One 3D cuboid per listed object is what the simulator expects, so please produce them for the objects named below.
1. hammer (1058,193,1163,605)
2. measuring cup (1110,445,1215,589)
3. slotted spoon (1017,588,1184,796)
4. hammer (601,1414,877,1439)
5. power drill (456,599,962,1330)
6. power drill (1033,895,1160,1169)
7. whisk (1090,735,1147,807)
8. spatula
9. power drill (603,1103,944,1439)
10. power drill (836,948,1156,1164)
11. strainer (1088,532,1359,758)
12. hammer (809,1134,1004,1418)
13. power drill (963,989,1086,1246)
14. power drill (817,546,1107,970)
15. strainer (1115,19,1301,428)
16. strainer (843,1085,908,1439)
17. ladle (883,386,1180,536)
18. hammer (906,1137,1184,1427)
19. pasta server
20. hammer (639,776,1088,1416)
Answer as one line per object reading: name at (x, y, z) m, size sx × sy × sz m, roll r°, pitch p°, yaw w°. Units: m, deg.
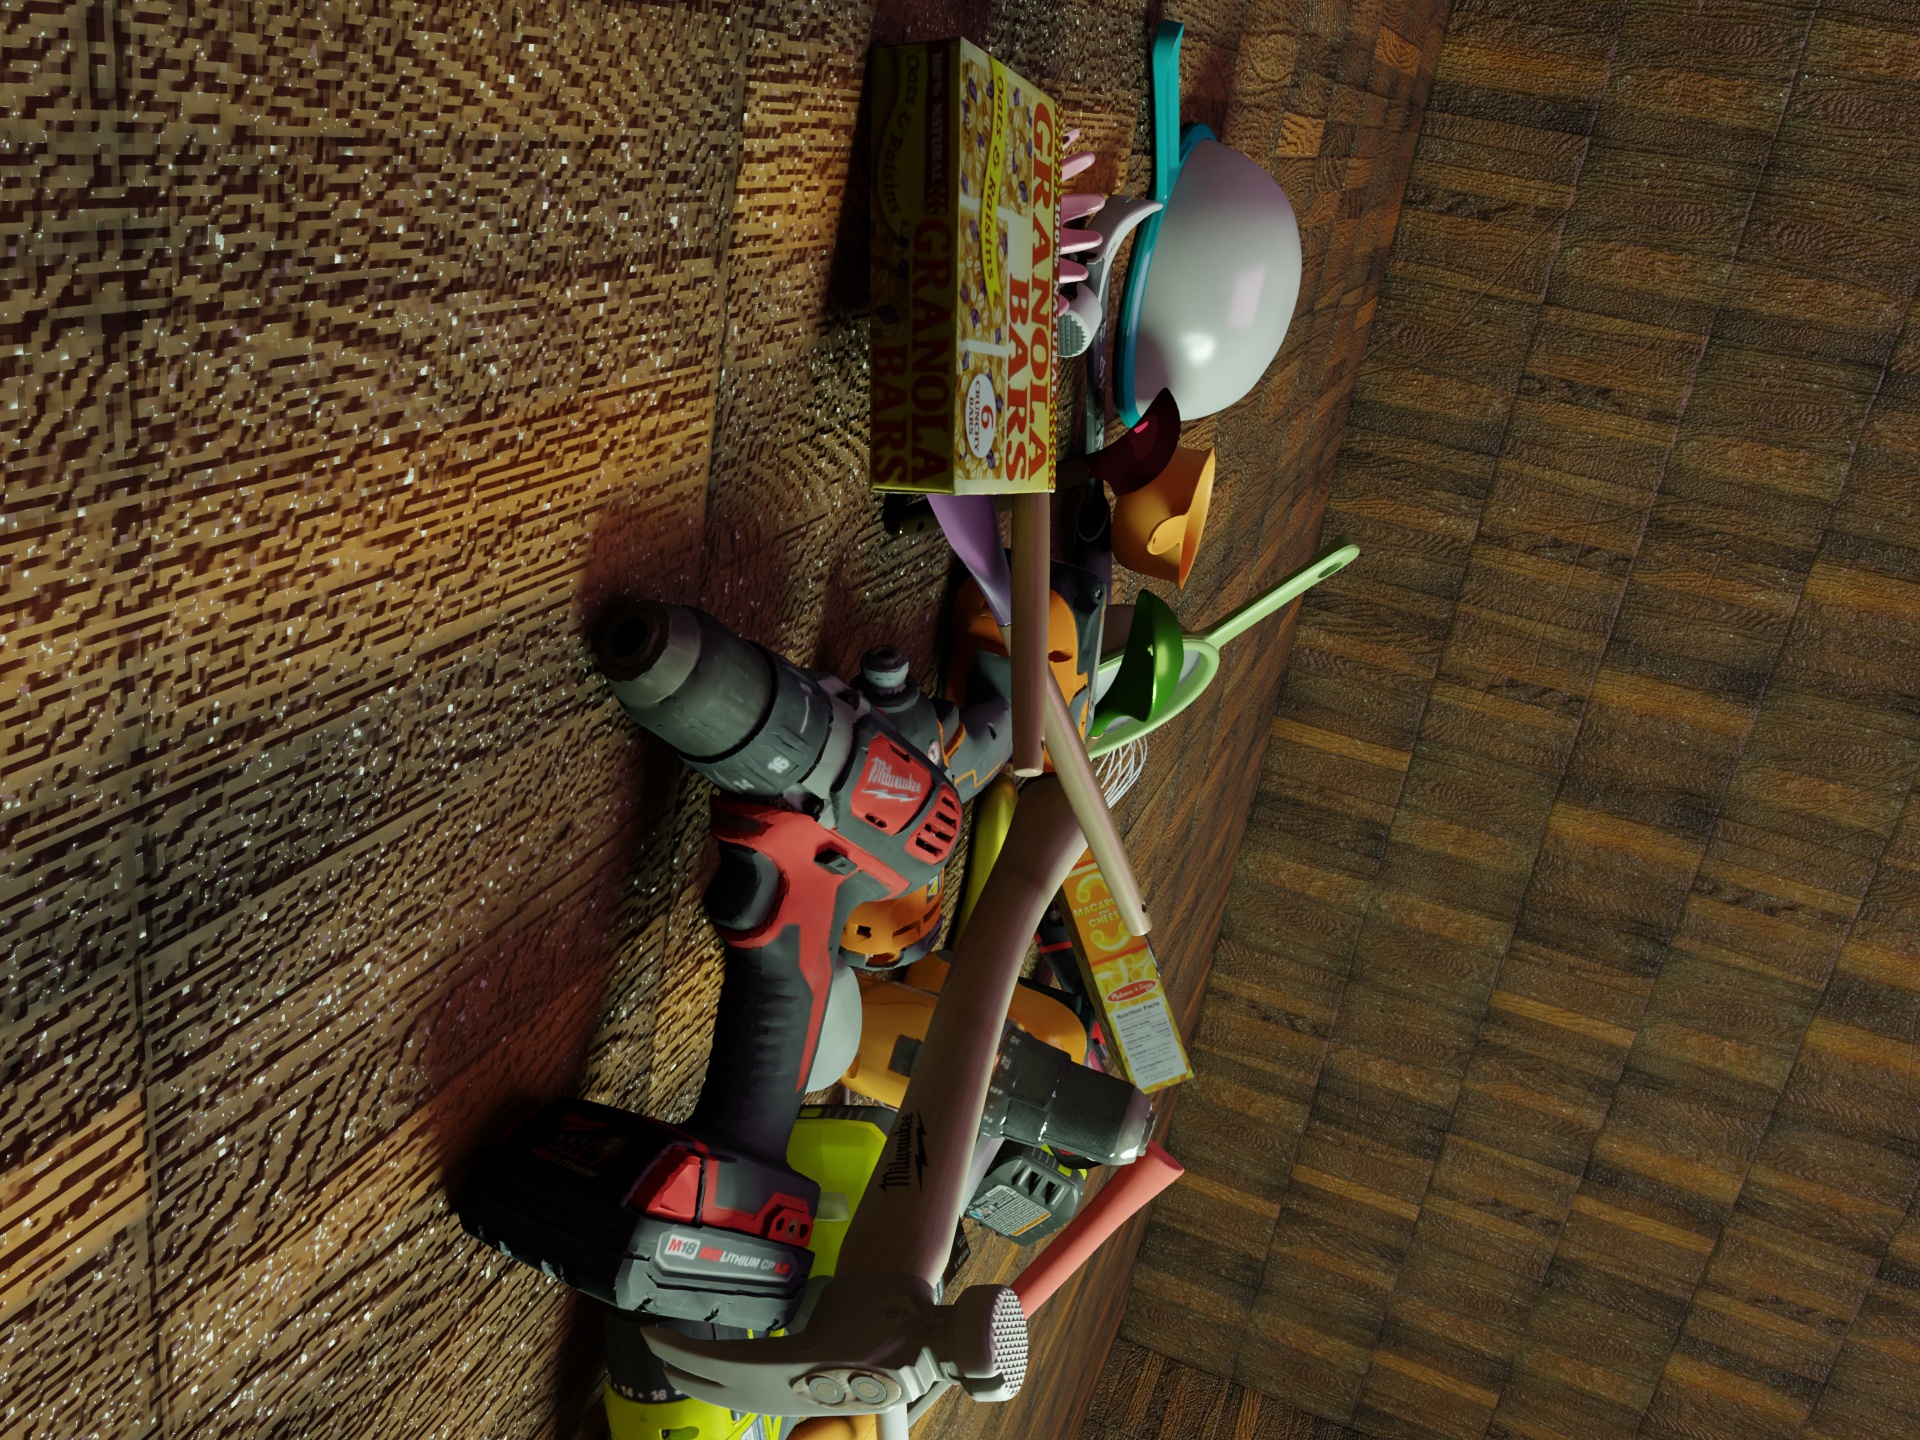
hammer at (0.087, -0.150, 1.036) m, size 0.408 × 0.036 × 0.149 m, roll 85°, pitch 25°, yaw -53°
measuring cup at (0.117, -0.128, 1.002) m, size 0.173 × 0.052 × 0.095 m, roll -34°, pitch 137°, yaw -67°
slotted spoon at (0.072, 0.010, 0.965) m, size 0.313 × 0.031 × 0.070 m, roll 124°, pitch -34°, yaw -62°
hammer at (-0.109, 0.411, 0.848) m, size 0.336 × 0.034 × 0.127 m, roll 29°, pitch 77°, yaw -67°
power drill at (-0.089, 0.083, 0.559) m, size 0.187 × 0.080 × 0.227 m, roll 41°, pitch 64°, yaw -53°
power drill at (0.083, 0.208, 1.172) m, size 0.143 × 0.078 × 0.220 m, roll 65°, pitch 21°, yaw -19°
whisk at (0.060, 0.099, 1.156) m, size 0.285 × 0.070 × 0.070 m, roll -59°, pitch 159°, yaw -28°
spatula at (0.034, -0.027, 0.755) m, size 0.060 × 0.018 × 0.315 m, roll -53°, pitch 126°, yaw -51°
power drill at (-0.088, 0.269, 0.738) m, size 0.228 × 0.080 × 0.190 m, roll -31°, pitch 115°, yaw -67°
power drill at (0.023, 0.187, 0.880) m, size 0.226 × 0.185 × 0.084 m, roll 34°, pitch 73°, yaw -77°
strainer at (0.129, -0.062, 1.019) m, size 0.256 × 0.069 × 0.151 m, roll -33°, pitch 157°, yaw 16°
hammer at (-0.031, 0.387, 1.077) m, size 0.144 × 0.035 × 0.406 m, roll 54°, pitch 49°, yaw -23°
power drill at (0.082, 0.306, 1.319) m, size 0.223 × 0.080 × 0.171 m, roll -62°, pitch -175°, yaw -36°
power drill at (-0.001, -0.003, 0.799) m, size 0.226 × 0.084 × 0.164 m, roll -49°, pitch 150°, yaw -49°
strainer at (0.174, -0.321, 1.049) m, size 0.340 × 0.095 × 0.211 m, roll 69°, pitch 40°, yaw -67°
strainer at (-0.042, 0.333, 0.915) m, size 0.086 × 0.050 × 0.258 m, roll -6°, pitch 95°, yaw -31°
ladle at (0.050, -0.133, 0.856) m, size 0.315 × 0.031 × 0.069 m, roll -28°, pitch 144°, yaw -54°
hammer at (0.024, 0.425, 1.110) m, size 0.359 × 0.037 × 0.149 m, roll -50°, pitch 174°, yaw 15°
pasta server at (0.040, -0.129, 0.741) m, size 0.060 × 0.040 × 0.316 m, roll 33°, pitch 55°, yaw -62°
hammer at (-0.006, 0.143, 0.741) m, size 0.411 × 0.146 × 0.038 m, roll -64°, pitch 139°, yaw -59°
